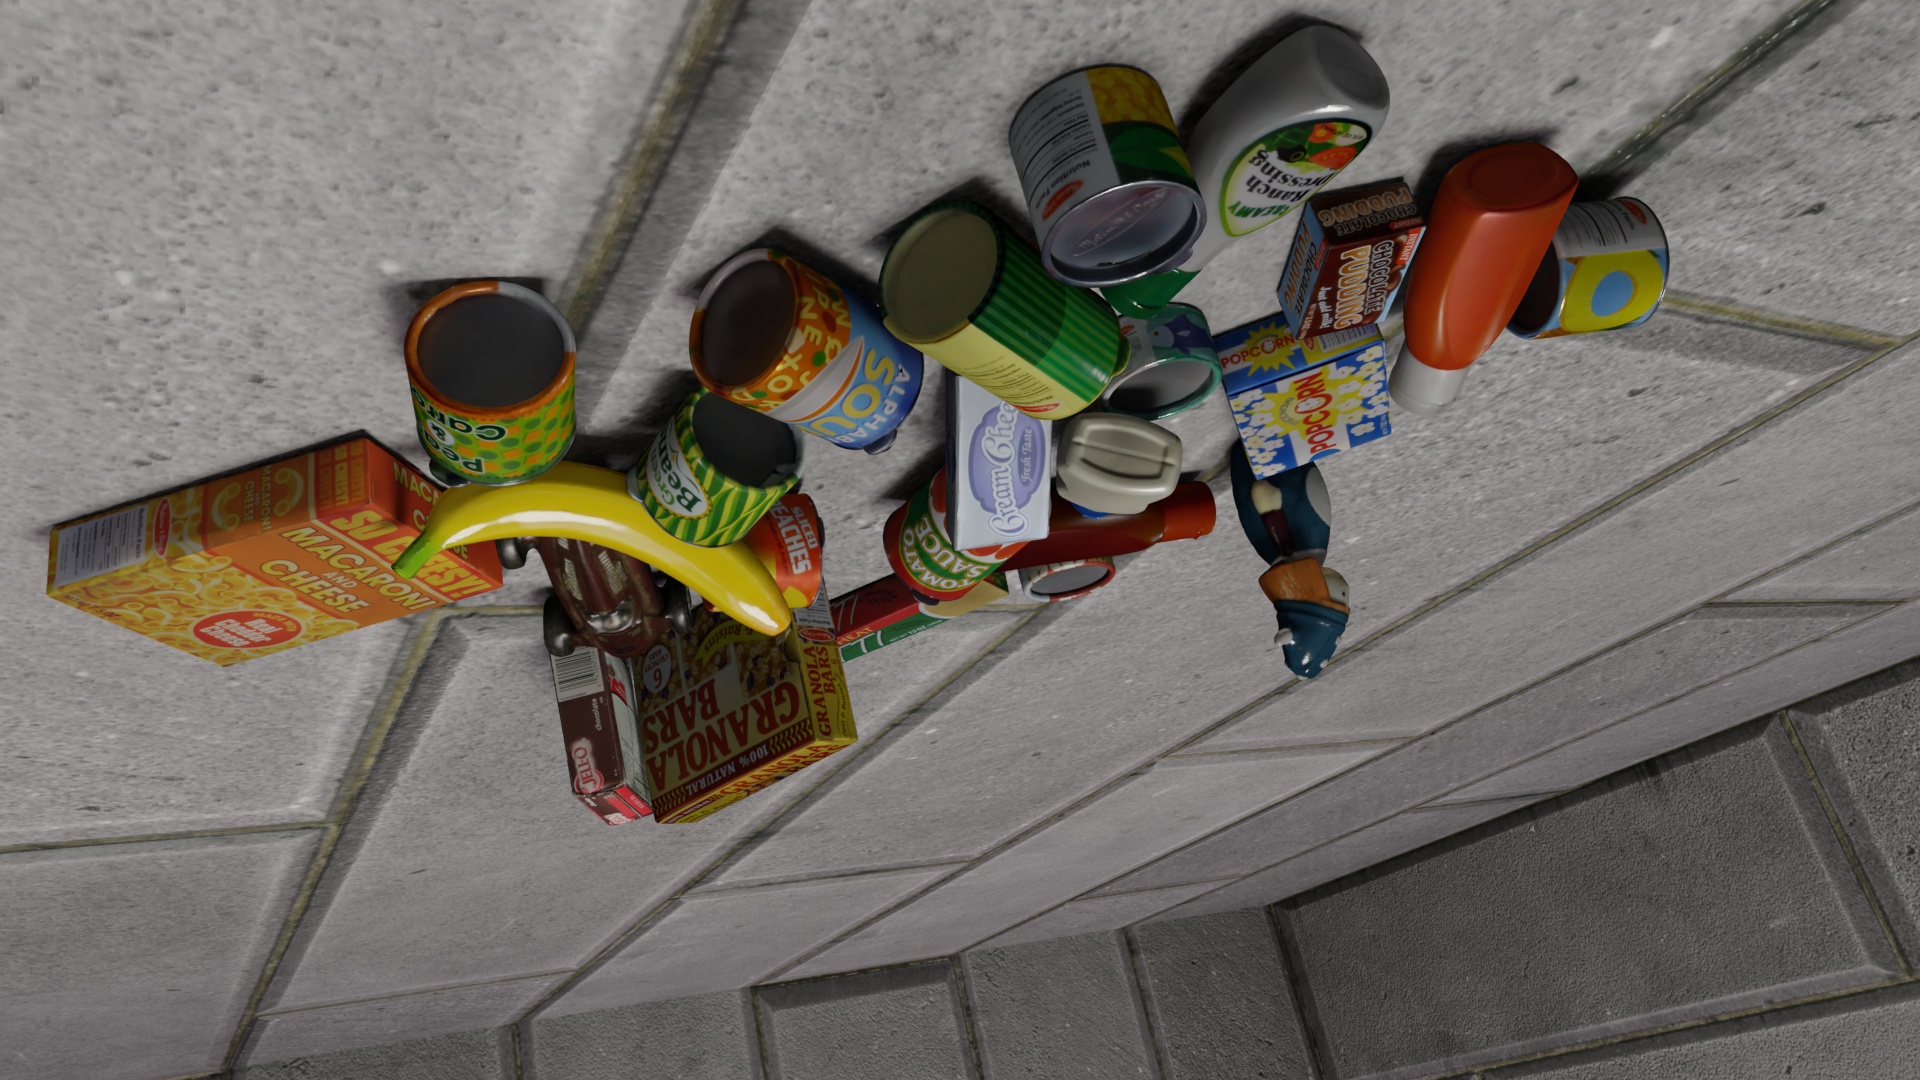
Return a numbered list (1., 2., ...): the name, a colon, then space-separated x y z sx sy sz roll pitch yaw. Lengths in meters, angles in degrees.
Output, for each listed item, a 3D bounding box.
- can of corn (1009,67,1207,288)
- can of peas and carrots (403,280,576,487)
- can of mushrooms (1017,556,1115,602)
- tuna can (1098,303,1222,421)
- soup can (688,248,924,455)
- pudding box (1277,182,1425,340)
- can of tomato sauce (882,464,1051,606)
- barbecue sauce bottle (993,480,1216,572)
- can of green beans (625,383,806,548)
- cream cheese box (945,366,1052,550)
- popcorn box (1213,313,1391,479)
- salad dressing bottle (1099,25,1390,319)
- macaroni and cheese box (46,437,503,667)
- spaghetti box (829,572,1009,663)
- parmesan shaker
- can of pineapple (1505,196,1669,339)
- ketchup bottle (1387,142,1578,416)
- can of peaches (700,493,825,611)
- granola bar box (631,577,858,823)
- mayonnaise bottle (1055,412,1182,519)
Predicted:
1. can of corn: 0.059 -0.142 0.550 0.071 0.058 0.071 -12 157 -5
2. can of peas and carrots: -0.195 -0.063 0.575 0.071 0.071 0.058 -5 155 -18
3. can of mushrooms: 0.073 0.014 0.949 0.071 0.033 0.070 -11 156 -5
4. tuna can: 0.103 -0.091 0.724 0.071 0.033 0.070 -11 157 -5
5. soup can: -0.066 -0.080 0.606 0.071 0.071 0.084 -27 153 28
6. pudding box: 0.189 -0.135 0.675 0.050 0.030 0.083 -13 157 -4
7. can of tomato sauce: 0.003 -0.010 0.807 0.071 0.071 0.082 4 151 -35
8. barbecue sauce bottle: 0.089 -0.012 0.885 0.149 0.044 0.064 -7 161 -16
9. can of green beans: -0.117 -0.038 0.680 0.071 0.071 0.057 5 150 -36
10. cream cheese box: 0.020 -0.046 0.723 0.053 0.024 0.103 -7 120 -14
11. popcorn box: 0.194 -0.085 0.782 0.085 0.038 0.126 -20 156 12
12. salad dressing bottle: 0.112 -0.148 0.584 0.064 0.044 0.147 1 153 -33
13. macaroni and cheese box: -0.338 0.009 0.700 0.166 0.040 0.123 -16 157 6
14. spaghetti box: -0.085 0.064 0.982 0.249 0.029 0.050 -23 154 21
15. parmesan shaker: 0.021 -0.100 0.613 0.071 0.071 0.103 -25 154 25
16. can of pineapple: 0.306 -0.134 0.694 0.058 0.071 0.070 -8 156 -10
17. ketchup bottle: 0.247 -0.122 0.682 0.065 0.044 0.148 -20 147 -15
18. can of peaches: -0.114 0.006 0.782 0.058 0.071 0.071 -1 154 -24
19. granola bar box: -0.147 0.101 0.908 0.165 0.124 0.039 -31 152 34
20. mayonnaise bottle: 0.082 -0.038 0.775 0.065 0.041 0.148 13 175 1
